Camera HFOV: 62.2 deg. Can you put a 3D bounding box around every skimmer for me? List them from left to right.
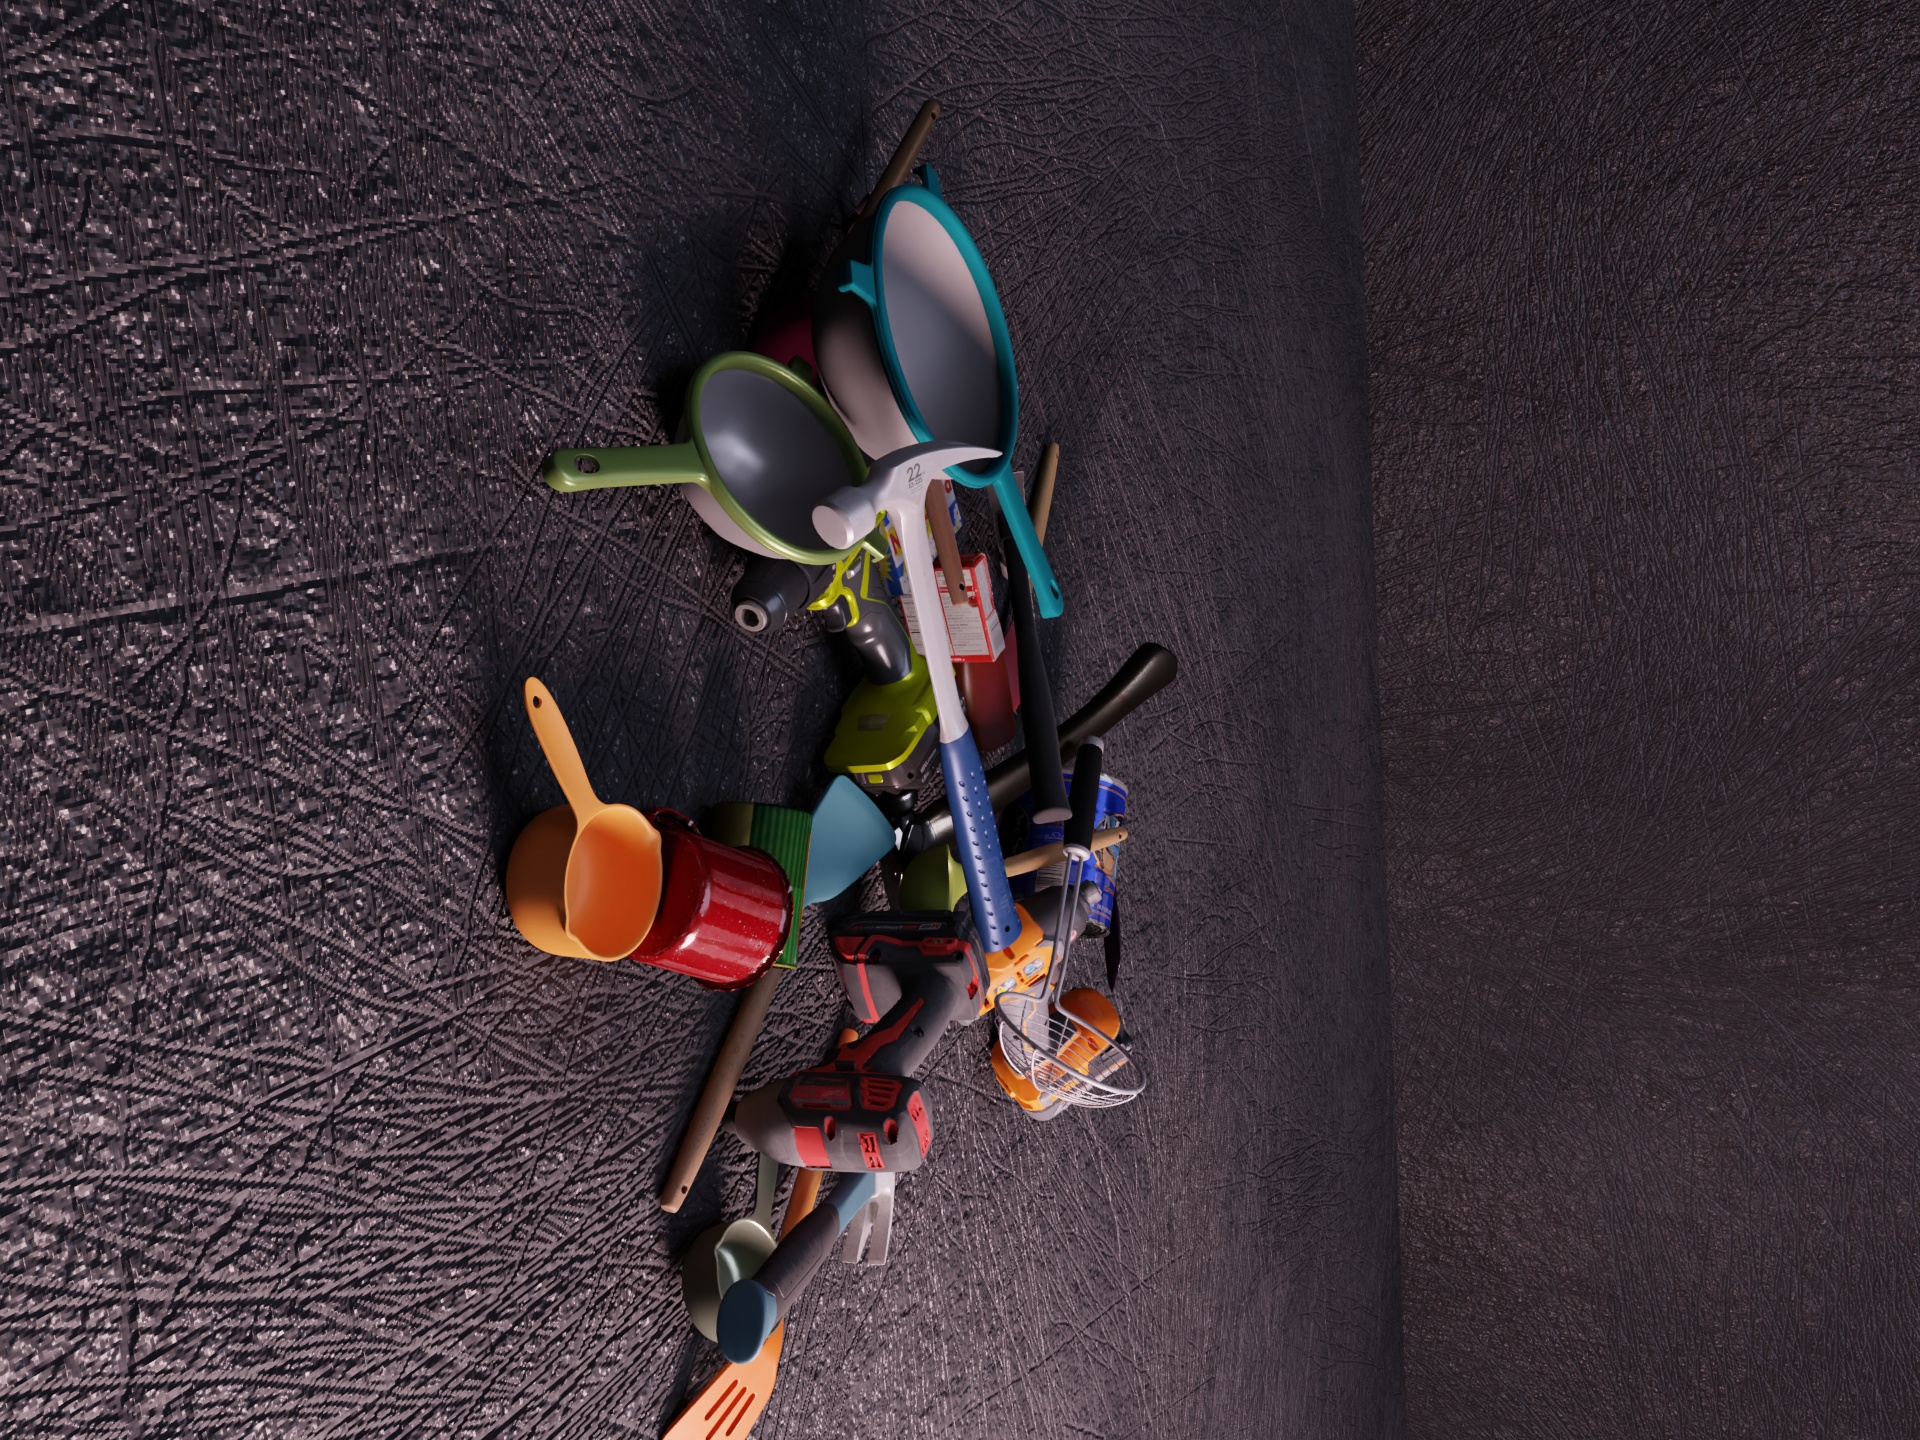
[{"bbox_3d":[0.101,0.141,1.263,0.127,0.090,0.364,26,48,-16],"label":"skimmer"}]

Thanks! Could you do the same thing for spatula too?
[{"bbox_3d":[-0.129,0.184,1.084,0.082,0.044,0.318,52,45,-37],"label":"spatula"},{"bbox_3d":[-0.127,0.361,1.117,0.080,0.041,0.323,61,34,-43],"label":"spatula"},{"bbox_3d":[0.145,0.150,1.570,0.316,0.018,0.059,-86,-176,-56],"label":"spatula"}]

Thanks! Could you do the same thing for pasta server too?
[{"bbox_3d":[-0.034,-0.243,1.221,0.060,0.040,0.316,-15,92,-36],"label":"pasta server"}]

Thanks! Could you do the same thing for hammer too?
[{"bbox_3d":[-0.094,0.340,1.064,0.331,0.033,0.128,-9,99,-78],"label":"hammer"},{"bbox_3d":[-0.002,-0.004,1.106,0.144,0.035,0.405,-39,132,-34],"label":"hammer"},{"bbox_3d":[0.057,-0.059,1.330,0.146,0.035,0.335,77,6,-54],"label":"hammer"},{"bbox_3d":[0.073,0.041,1.397,0.410,0.038,0.146,-33,122,-42],"label":"hammer"}]

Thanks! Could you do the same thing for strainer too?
[{"bbox_3d":[-0.164,-0.148,0.985,0.256,0.069,0.151,-15,79,-51],"label":"strainer"},{"bbox_3d":[-0.021,-0.210,1.151,0.340,0.095,0.211,65,29,-31],"label":"strainer"}]

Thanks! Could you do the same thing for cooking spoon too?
[{"bbox_3d":[-0.080,-0.339,1.161,0.068,0.017,0.319,48,57,-44],"label":"cooking spoon"}]

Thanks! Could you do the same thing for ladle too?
[{"bbox_3d":[0.062,-0.136,1.502,0.069,0.031,0.316,52,43,-51],"label":"ladle"},{"bbox_3d":[0.059,0.121,1.322,0.320,0.062,0.078,-10,101,-51],"label":"ladle"}]

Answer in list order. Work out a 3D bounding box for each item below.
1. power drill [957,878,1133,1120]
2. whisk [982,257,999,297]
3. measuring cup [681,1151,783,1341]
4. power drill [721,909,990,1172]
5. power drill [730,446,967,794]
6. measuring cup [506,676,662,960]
[{"bbox_3d":[0.076,0.239,1.393,0.164,0.084,0.226,-35,135,-9],"label":"power drill"},{"bbox_3d":[-0.026,-0.308,1.300,0.239,0.055,0.055,-60,142,-38],"label":"whisk"},{"bbox_3d":[-0.147,0.335,1.065,0.083,0.038,0.168,52,26,-34],"label":"measuring cup"},{"bbox_3d":[-0.069,0.226,1.114,0.220,0.143,0.078,-60,141,-57],"label":"power drill"},{"bbox_3d":[-0.082,-0.059,1.146,0.191,0.080,0.228,-61,139,-47],"label":"power drill"},{"bbox_3d":[-0.224,0.054,0.878,0.095,0.052,0.173,-53,134,-51],"label":"measuring cup"}]
